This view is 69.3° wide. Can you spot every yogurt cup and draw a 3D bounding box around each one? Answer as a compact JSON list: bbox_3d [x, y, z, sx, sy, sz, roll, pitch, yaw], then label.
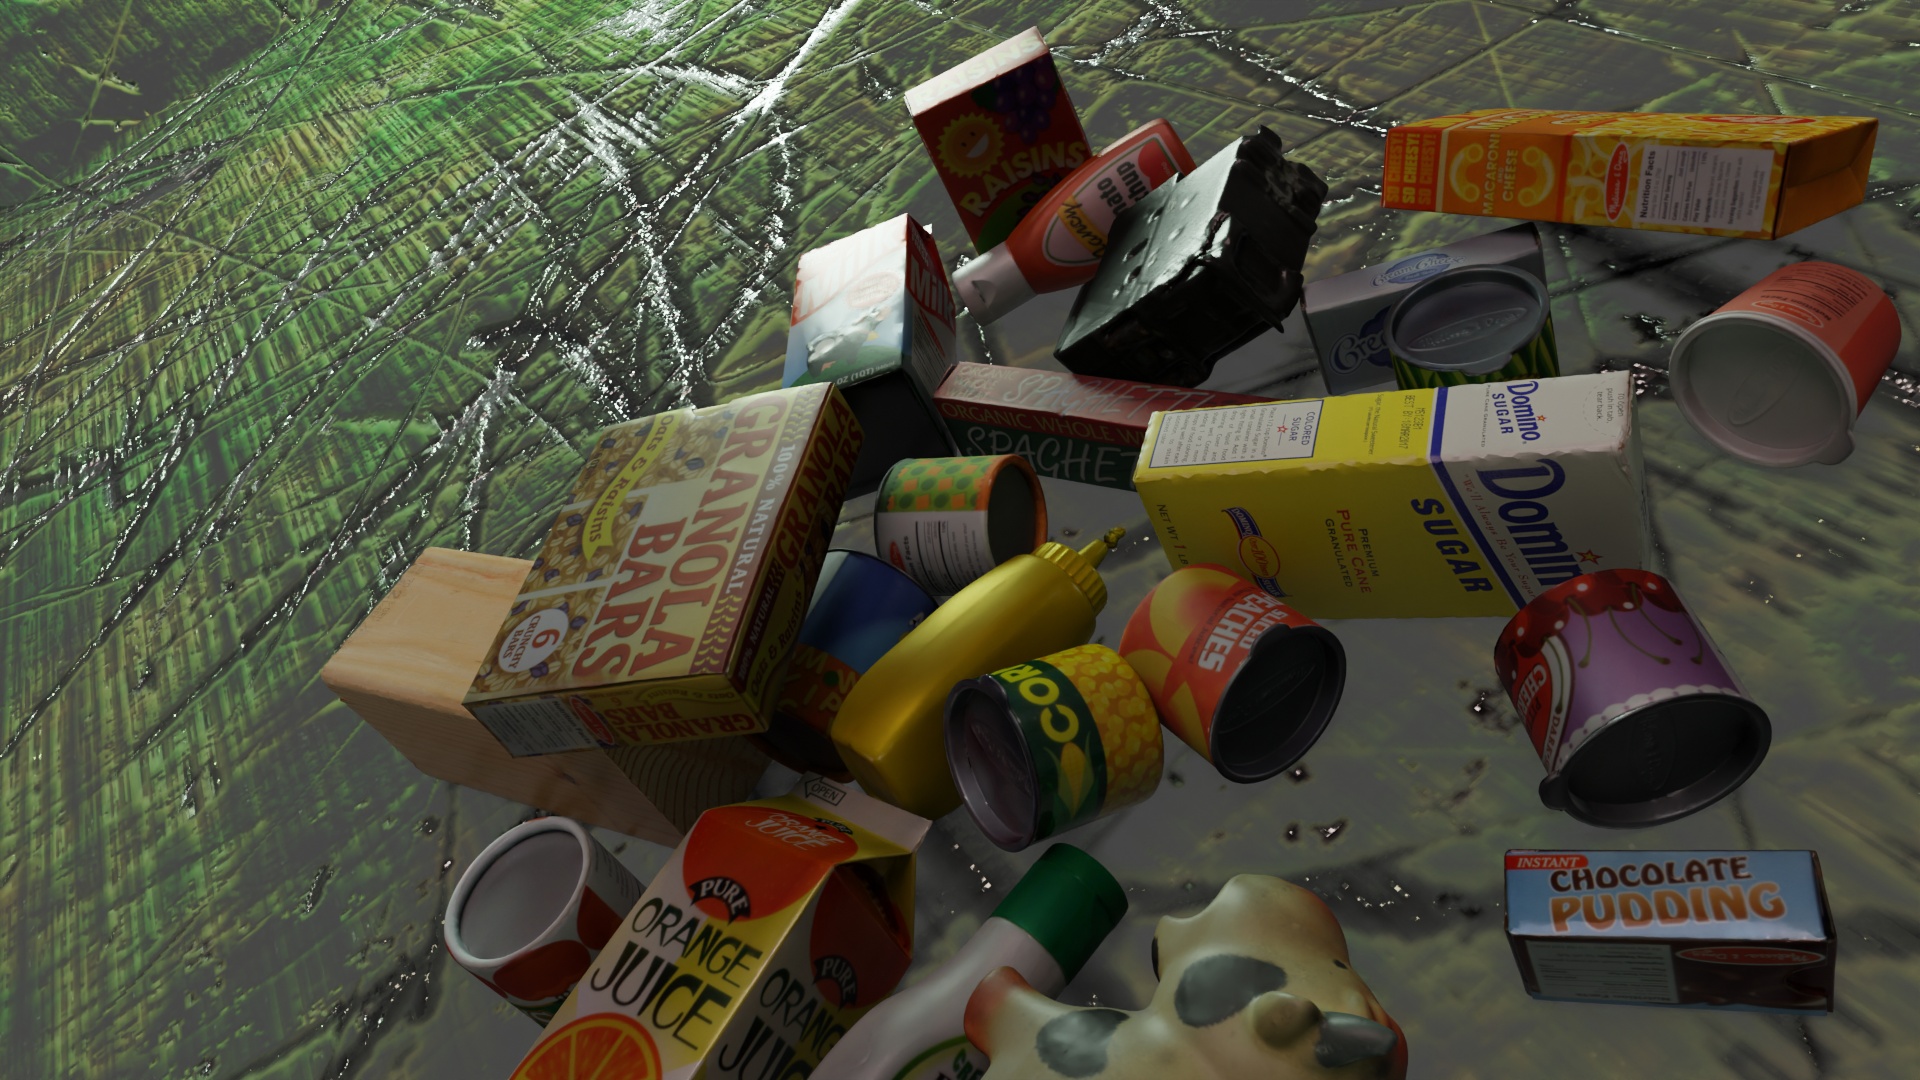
[{"bbox_3d":[0.315,-0.069,0.528,0.054,0.072,0.072,-38,40,-22],"label":"yogurt cup"}]

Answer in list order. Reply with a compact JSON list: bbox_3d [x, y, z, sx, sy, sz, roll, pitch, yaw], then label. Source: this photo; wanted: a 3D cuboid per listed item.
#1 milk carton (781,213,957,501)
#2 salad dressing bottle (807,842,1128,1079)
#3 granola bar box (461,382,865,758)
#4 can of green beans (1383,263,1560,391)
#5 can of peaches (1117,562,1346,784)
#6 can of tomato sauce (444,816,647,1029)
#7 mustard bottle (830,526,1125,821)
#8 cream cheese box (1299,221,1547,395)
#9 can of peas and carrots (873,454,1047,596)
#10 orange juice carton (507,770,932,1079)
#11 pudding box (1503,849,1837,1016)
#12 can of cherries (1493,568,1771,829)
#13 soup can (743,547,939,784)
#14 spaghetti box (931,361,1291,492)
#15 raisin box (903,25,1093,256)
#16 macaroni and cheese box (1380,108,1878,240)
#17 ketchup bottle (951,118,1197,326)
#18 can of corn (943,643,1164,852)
[{"bbox_3d":[-0.048,-0.118,0.786,0.072,0.073,0.191,-17,41,16],"label":"milk carton"},{"bbox_3d":[0.001,0.168,0.474,0.044,0.064,0.148,8,45,49],"label":"salad dressing bottle"},{"bbox_3d":[-0.119,0.008,0.584,0.124,0.039,0.166,-9,43,22],"label":"granola bar box"},{"bbox_3d":[0.220,-0.075,0.593,0.071,0.057,0.071,-17,42,15],"label":"can of green beans"},{"bbox_3d":[0.102,0.047,0.528,0.071,0.071,0.058,-40,40,-11],"label":"can of peaches"},{"bbox_3d":[-0.154,0.161,0.553,0.071,0.082,0.071,-17,41,15],"label":"can of tomato sauce"},{"bbox_3d":[0.017,0.047,0.588,0.049,0.065,0.161,21,55,44],"label":"mustard bottle"},{"bbox_3d":[0.212,-0.103,0.631,0.103,0.053,0.024,-13,41,19],"label":"cream cheese box"},{"bbox_3d":[0.002,-0.008,0.649,0.058,0.070,0.071,-1,48,29],"label":"can of peas and carrots"},{"bbox_3d":[-0.086,0.171,0.509,0.072,0.072,0.193,11,54,39],"label":"orange juice carton"},{"bbox_3d":[0.208,0.115,0.410,0.083,0.049,0.030,-6,47,27],"label":"pudding box"},{"bbox_3d":[0.215,0.052,0.456,0.071,0.071,0.059,-20,41,12],"label":"can of cherries"},{"bbox_3d":[-0.052,0.057,0.616,0.071,0.071,0.084,6,53,35],"label":"soup can"},{"bbox_3d":[0.092,-0.046,0.647,0.250,0.050,0.029,12,55,39],"label":"spaghetti box"},{"bbox_3d":[0.032,-0.219,0.805,0.086,0.123,0.040,-24,41,8],"label":"raisin box"},{"bbox_3d":[0.294,-0.168,0.617,0.166,0.040,0.124,19,29,42],"label":"macaroni and cheese box"},{"bbox_3d":[0.067,-0.174,0.790,0.148,0.064,0.044,-30,9,12],"label":"ketchup bottle"},{"bbox_3d":[0.035,0.075,0.525,0.058,0.070,0.071,-14,32,-28],"label":"can of corn"}]
